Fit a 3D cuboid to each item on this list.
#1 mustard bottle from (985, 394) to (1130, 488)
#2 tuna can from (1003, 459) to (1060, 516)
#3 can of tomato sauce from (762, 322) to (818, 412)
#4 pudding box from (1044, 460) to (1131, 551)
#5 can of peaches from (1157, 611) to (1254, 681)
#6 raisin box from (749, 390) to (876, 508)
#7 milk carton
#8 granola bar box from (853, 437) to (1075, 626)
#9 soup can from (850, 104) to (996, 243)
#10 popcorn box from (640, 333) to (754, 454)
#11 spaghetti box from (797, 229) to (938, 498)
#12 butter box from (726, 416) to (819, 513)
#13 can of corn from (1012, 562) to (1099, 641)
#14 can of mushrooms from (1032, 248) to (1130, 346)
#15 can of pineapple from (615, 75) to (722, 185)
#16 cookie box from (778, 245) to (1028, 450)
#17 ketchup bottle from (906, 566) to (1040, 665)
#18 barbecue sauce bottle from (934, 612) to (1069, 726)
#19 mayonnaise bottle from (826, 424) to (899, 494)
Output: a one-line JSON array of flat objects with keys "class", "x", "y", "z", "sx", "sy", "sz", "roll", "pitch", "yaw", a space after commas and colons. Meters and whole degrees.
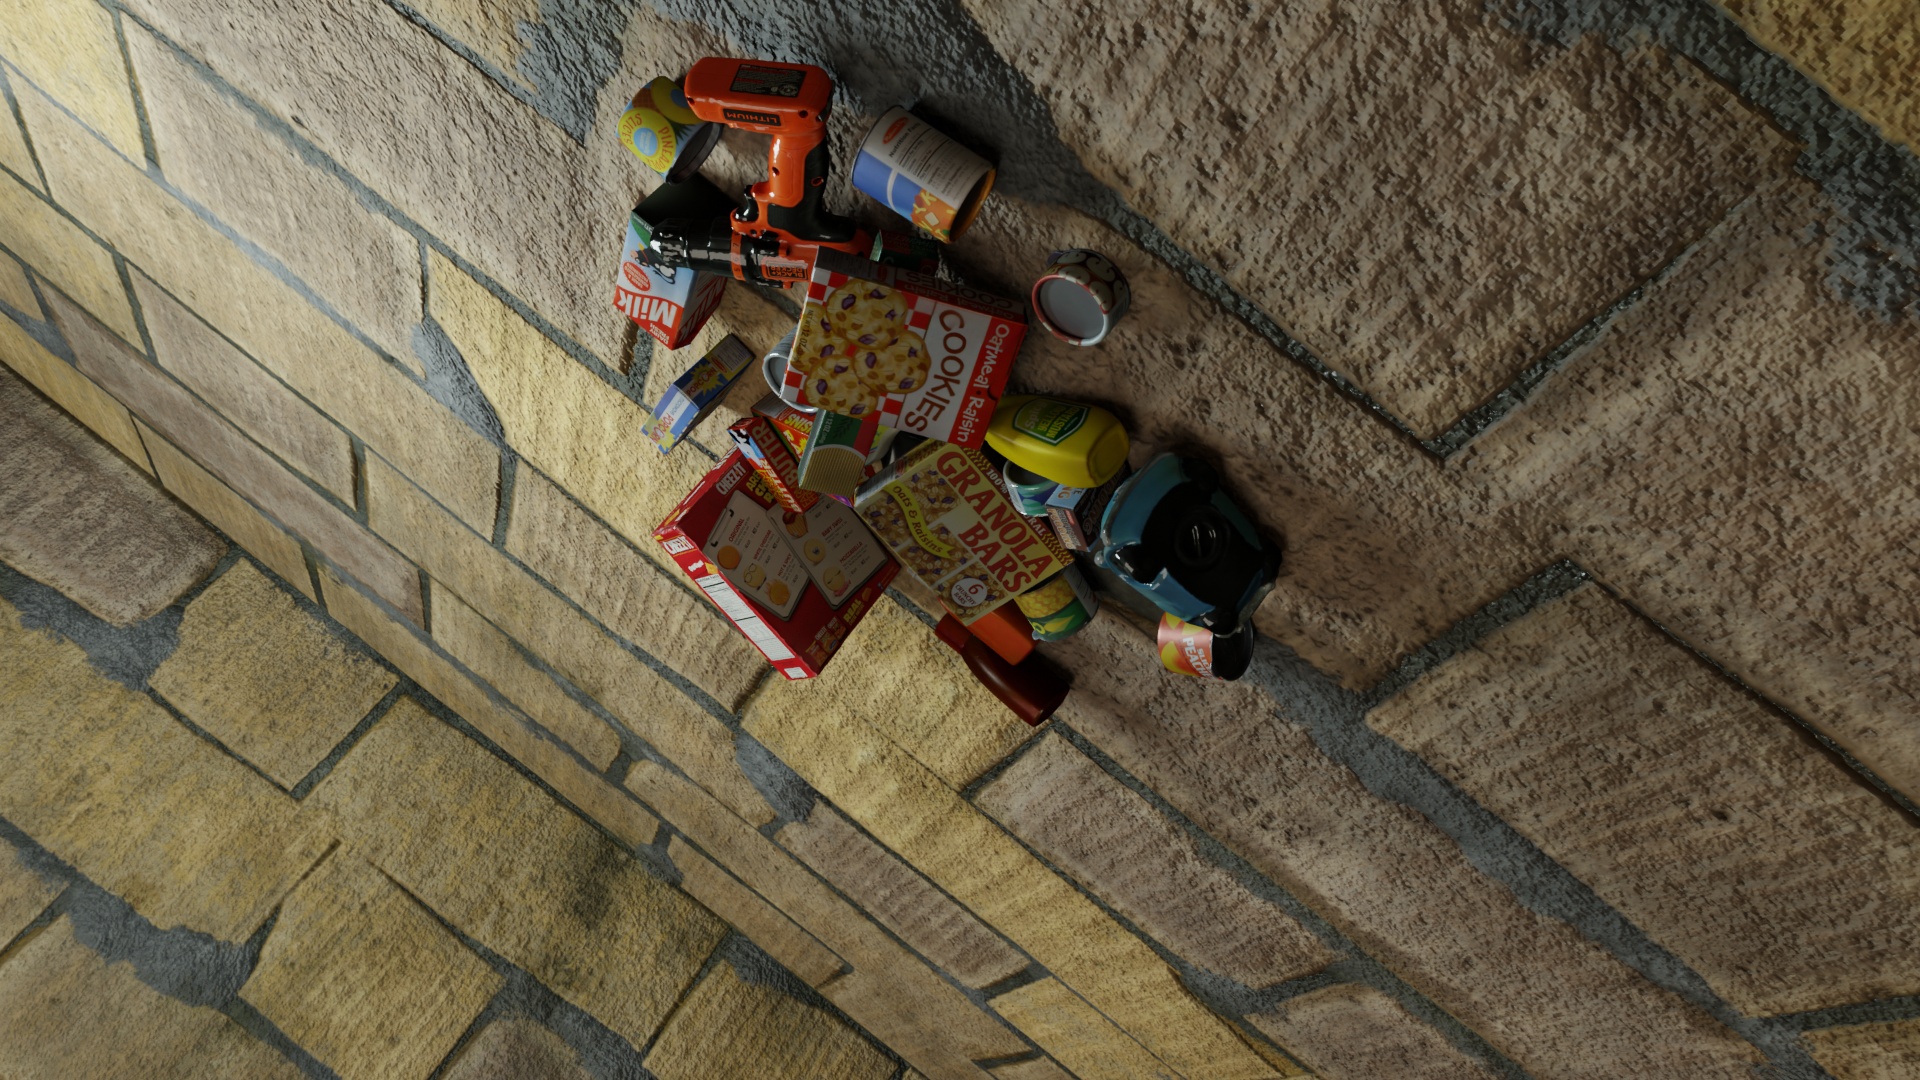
[{"class": "mustard bottle", "x": 0.061, "y": -0.089, "z": 1.137, "sx": 0.160, "sy": 0.065, "sz": 0.048, "roll": 20, "pitch": 148, "yaw": 40}, {"class": "tuna can", "x": 0.073, "y": -0.054, "z": 1.168, "sx": 0.071, "sy": 0.071, "sz": 0.032, "roll": 11, "pitch": 138, "yaw": 37}, {"class": "can of tomato sauce", "x": -0.121, "y": -0.160, "z": 1.208, "sx": 0.071, "sy": 0.083, "sz": 0.070, "roll": 26, "pitch": 147, "yaw": 19}, {"class": "pudding box", "x": 0.106, "y": -0.036, "z": 1.136, "sx": 0.030, "sy": 0.084, "sz": 0.049, "roll": 11, "pitch": 139, "yaw": 37}, {"class": "can of peaches", "x": 0.211, "y": 0.087, "z": 1.204, "sx": 0.058, "sy": 0.071, "sz": 0.071, "roll": 4, "pitch": 135, "yaw": 44}, {"class": "raisin box", "x": -0.140, "y": -0.090, "z": 1.337, "sx": 0.123, "sy": 0.040, "sz": 0.085, "roll": 26, "pitch": 149, "yaw": 43}, {"class": "milk carton", "x": -0.258, "y": -0.241, "z": 1.253, "sx": 0.072, "sy": 0.074, "sz": 0.189, "roll": 38, "pitch": 149, "yaw": 0}, {"class": "granola bar box", "x": 0.004, "y": -0.015, "z": 1.234, "sx": 0.124, "sy": 0.039, "sz": 0.165, "roll": -33, "pitch": 119, "yaw": 18}, {"class": "soup can", "x": -0.026, "y": -0.261, "z": 0.997, "sx": 0.084, "sy": 0.072, "sz": 0.071, "roll": 34, "pitch": 149, "yaw": 7}, {"class": "popcorn box", "x": -0.260, "y": -0.143, "z": 1.370, "sx": 0.038, "sy": 0.085, "sz": 0.126, "roll": 44, "pitch": 149, "yaw": -8}, {"class": "spaghetti box", "x": -0.079, "y": -0.139, "z": 1.144, "sx": 0.050, "sy": 0.029, "sz": 0.248, "roll": 10, "pitch": 129, "yaw": -18}, {"class": "butter box", "x": -0.183, "y": -0.074, "z": 1.357, "sx": 0.103, "sy": 0.024, "sz": 0.053, "roll": 56, "pitch": 158, "yaw": -19}, {"class": "can of corn", "x": 0.084, "y": 0.052, "z": 1.288, "sx": 0.071, "sy": 0.071, "sz": 0.058, "roll": -3, "pitch": 129, "yaw": 47}, {"class": "can of mushrooms", "x": 0.086, "y": -0.179, "z": 1.020, "sx": 0.071, "sy": 0.033, "sz": 0.070, "roll": 26, "pitch": 148, "yaw": 18}, {"class": "can of pineapple", "x": -0.235, "y": -0.329, "z": 1.117, "sx": 0.058, "sy": 0.071, "sz": 0.070, "roll": 39, "pitch": 149, "yaw": -1}, {"class": "cookie box", "x": -0.045, "y": -0.147, "z": 1.086, "sx": 0.167, "sy": 0.040, "sz": 0.122, "roll": 14, "pitch": 127, "yaw": -9}, {"class": "ketchup bottle", "x": 0.014, "y": 0.063, "z": 1.400, "sx": 0.149, "sy": 0.044, "sz": 0.064, "roll": 39, "pitch": 148, "yaw": -1}, {"class": "barbecue sauce bottle", "x": 0.040, "y": 0.128, "z": 1.446, "sx": 0.149, "sy": 0.065, "sz": 0.043, "roll": 38, "pitch": 128, "yaw": 17}, {"class": "mayonnaise bottle", "x": -0.082, "y": -0.101, "z": 1.227, "sx": 0.065, "sy": 0.041, "sz": 0.147, "roll": 41, "pitch": 120, "yaw": -2}]
